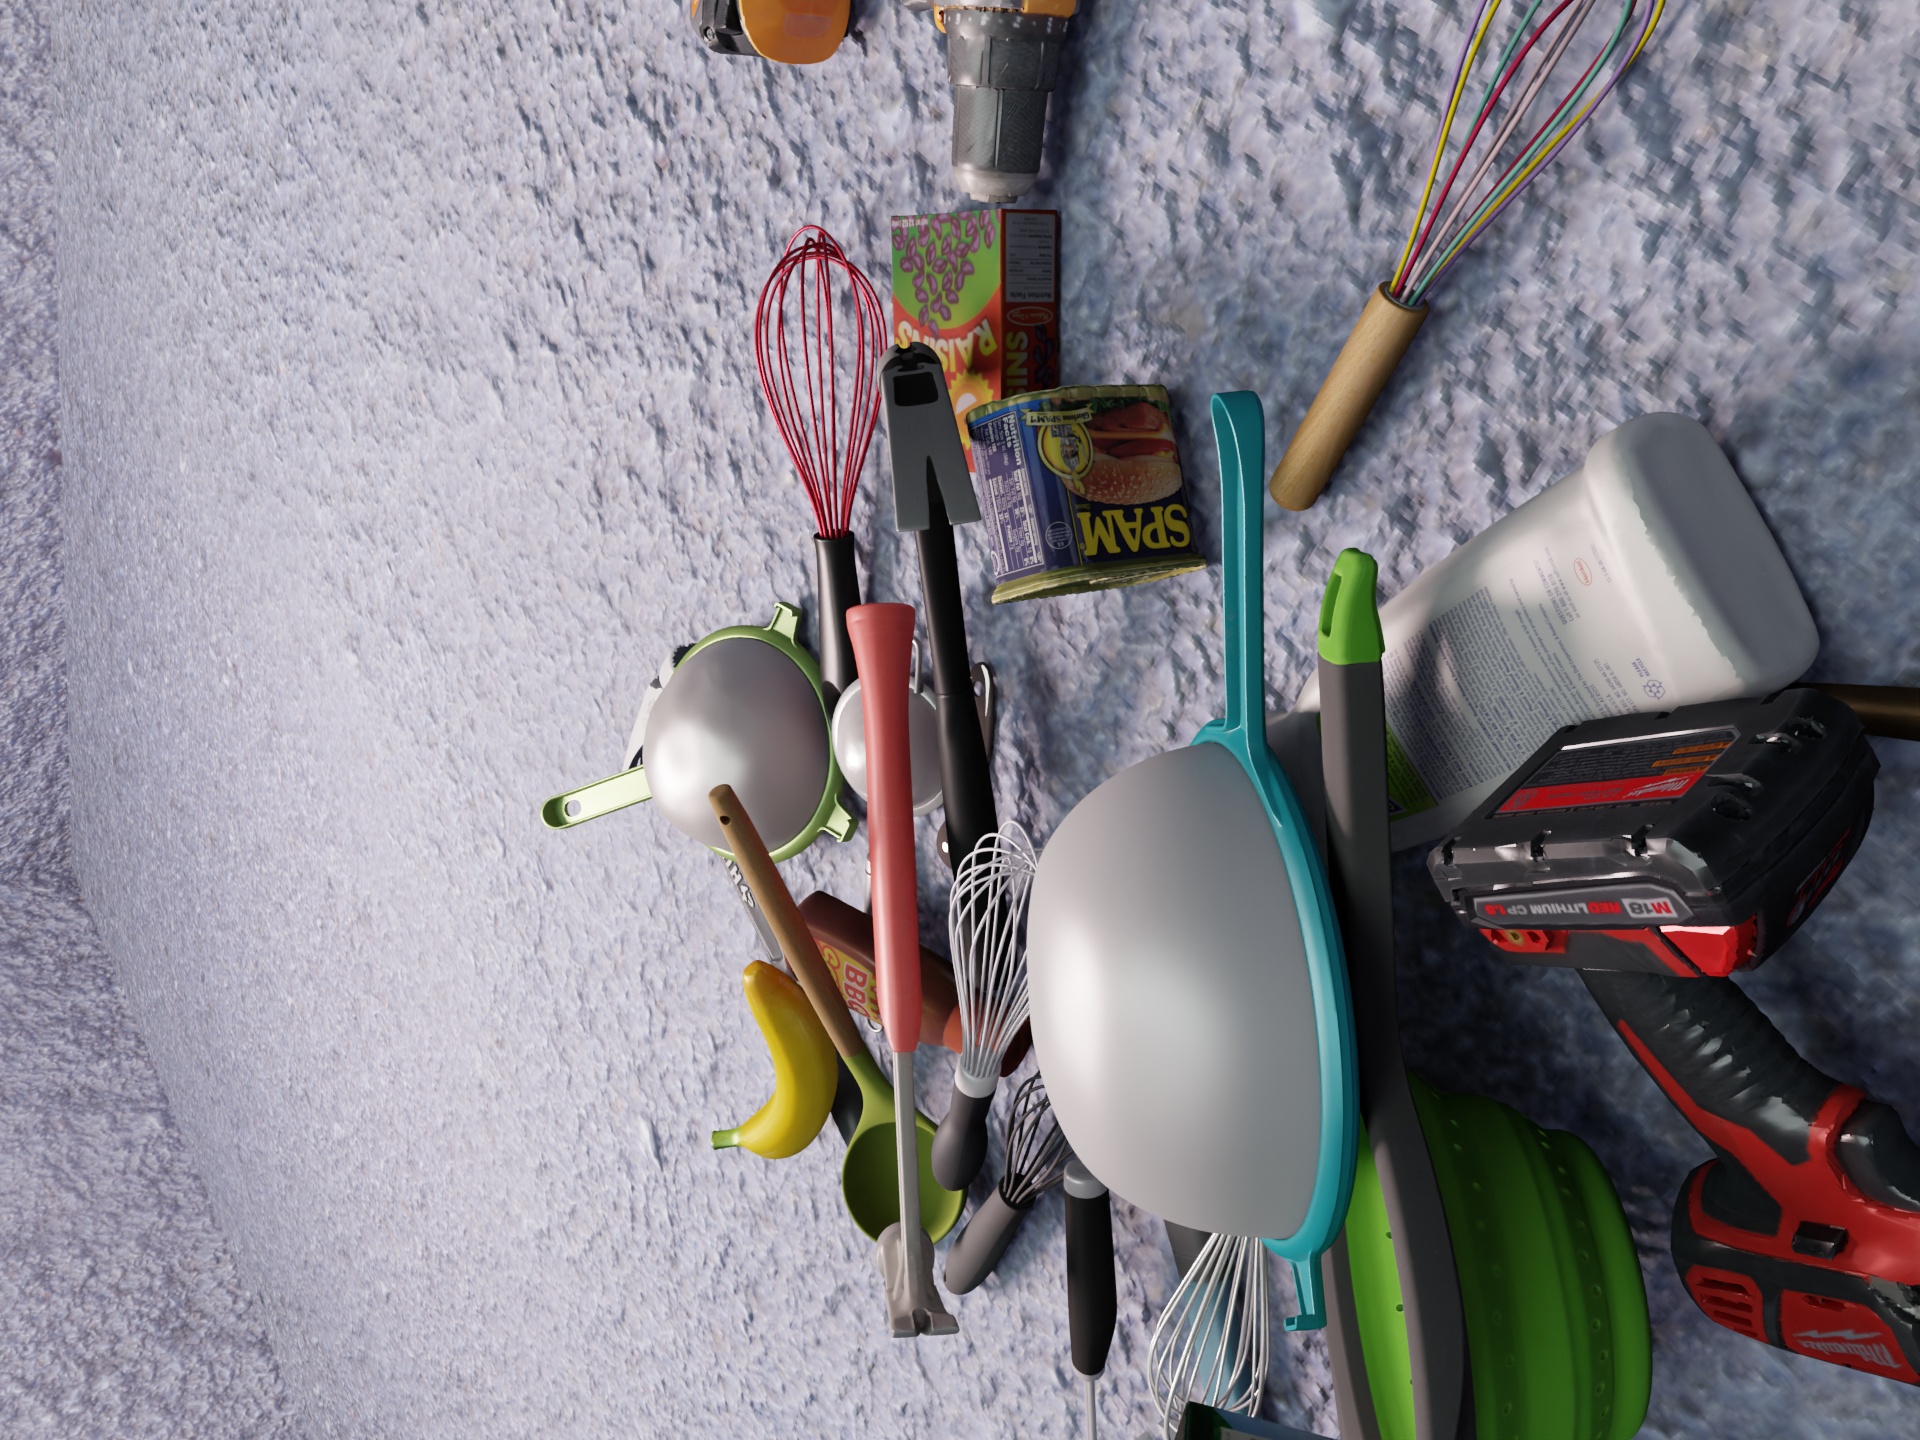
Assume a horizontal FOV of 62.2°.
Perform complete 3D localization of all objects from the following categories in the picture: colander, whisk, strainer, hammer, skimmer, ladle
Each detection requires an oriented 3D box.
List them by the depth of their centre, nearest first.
[{"bbox_3d":[0.186,0.133,0.577,0.204,0.094,0.397,-81,-14,-78],"label":"colander"},{"bbox_3d":[0.177,-0.172,0.582,0.051,0.047,0.244,63,145,34],"label":"whisk"},{"bbox_3d":[0.071,0.049,0.601,0.211,0.095,0.340,-111,15,-67],"label":"strainer"},{"bbox_3d":[0.131,0.214,0.713,0.058,0.059,0.246,20,100,40],"label":"whisk"},{"bbox_3d":[-0.001,-0.002,0.775,0.146,0.035,0.334,-101,3,-59],"label":"hammer"},{"bbox_3d":[0.118,0.259,0.781,0.128,0.033,0.331,-10,92,50],"label":"hammer"},{"bbox_3d":[0.014,0.159,0.798,0.070,0.070,0.284,46,143,32],"label":"whisk"},{"bbox_3d":[-0.032,0.117,0.806,0.149,0.036,0.359,128,139,-81],"label":"hammer"},{"bbox_3d":[0.042,0.399,0.850,0.127,0.090,0.363,-126,31,-67],"label":"skimmer"},{"bbox_3d":[-0.072,0.169,0.868,0.078,0.062,0.319,-10,123,20],"label":"ladle"},{"bbox_3d":[0.030,0.259,0.880,0.055,0.055,0.238,52,140,28],"label":"whisk"},{"bbox_3d":[-0.072,-0.122,0.885,0.073,0.073,0.295,22,123,45],"label":"whisk"},{"bbox_3d":[-0.045,0.077,0.922,0.087,0.050,0.258,18,119,27],"label":"strainer"},{"bbox_3d":[-0.189,0.032,0.997,0.256,0.069,0.151,-19,84,31],"label":"strainer"},{"bbox_3d":[-0.121,0.155,1.040,0.409,0.036,0.149,61,140,18],"label":"hammer"}]

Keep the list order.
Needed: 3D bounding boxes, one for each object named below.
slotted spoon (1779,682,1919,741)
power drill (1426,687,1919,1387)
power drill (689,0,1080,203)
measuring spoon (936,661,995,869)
[{"bbox_3d":[0.372,0.009,0.407,0.314,0.031,0.070,9,110,51],"label":"slotted spoon"},{"bbox_3d":[0.263,0.107,0.467,0.226,0.080,0.188,57,156,-8],"label":"power drill"},{"bbox_3d":[-0.034,-0.351,0.756,0.226,0.084,0.185,23,119,40],"label":"power drill"},{"bbox_3d":[0.003,0.028,0.862,0.034,0.018,0.124,20,115,34],"label":"measuring spoon"}]
